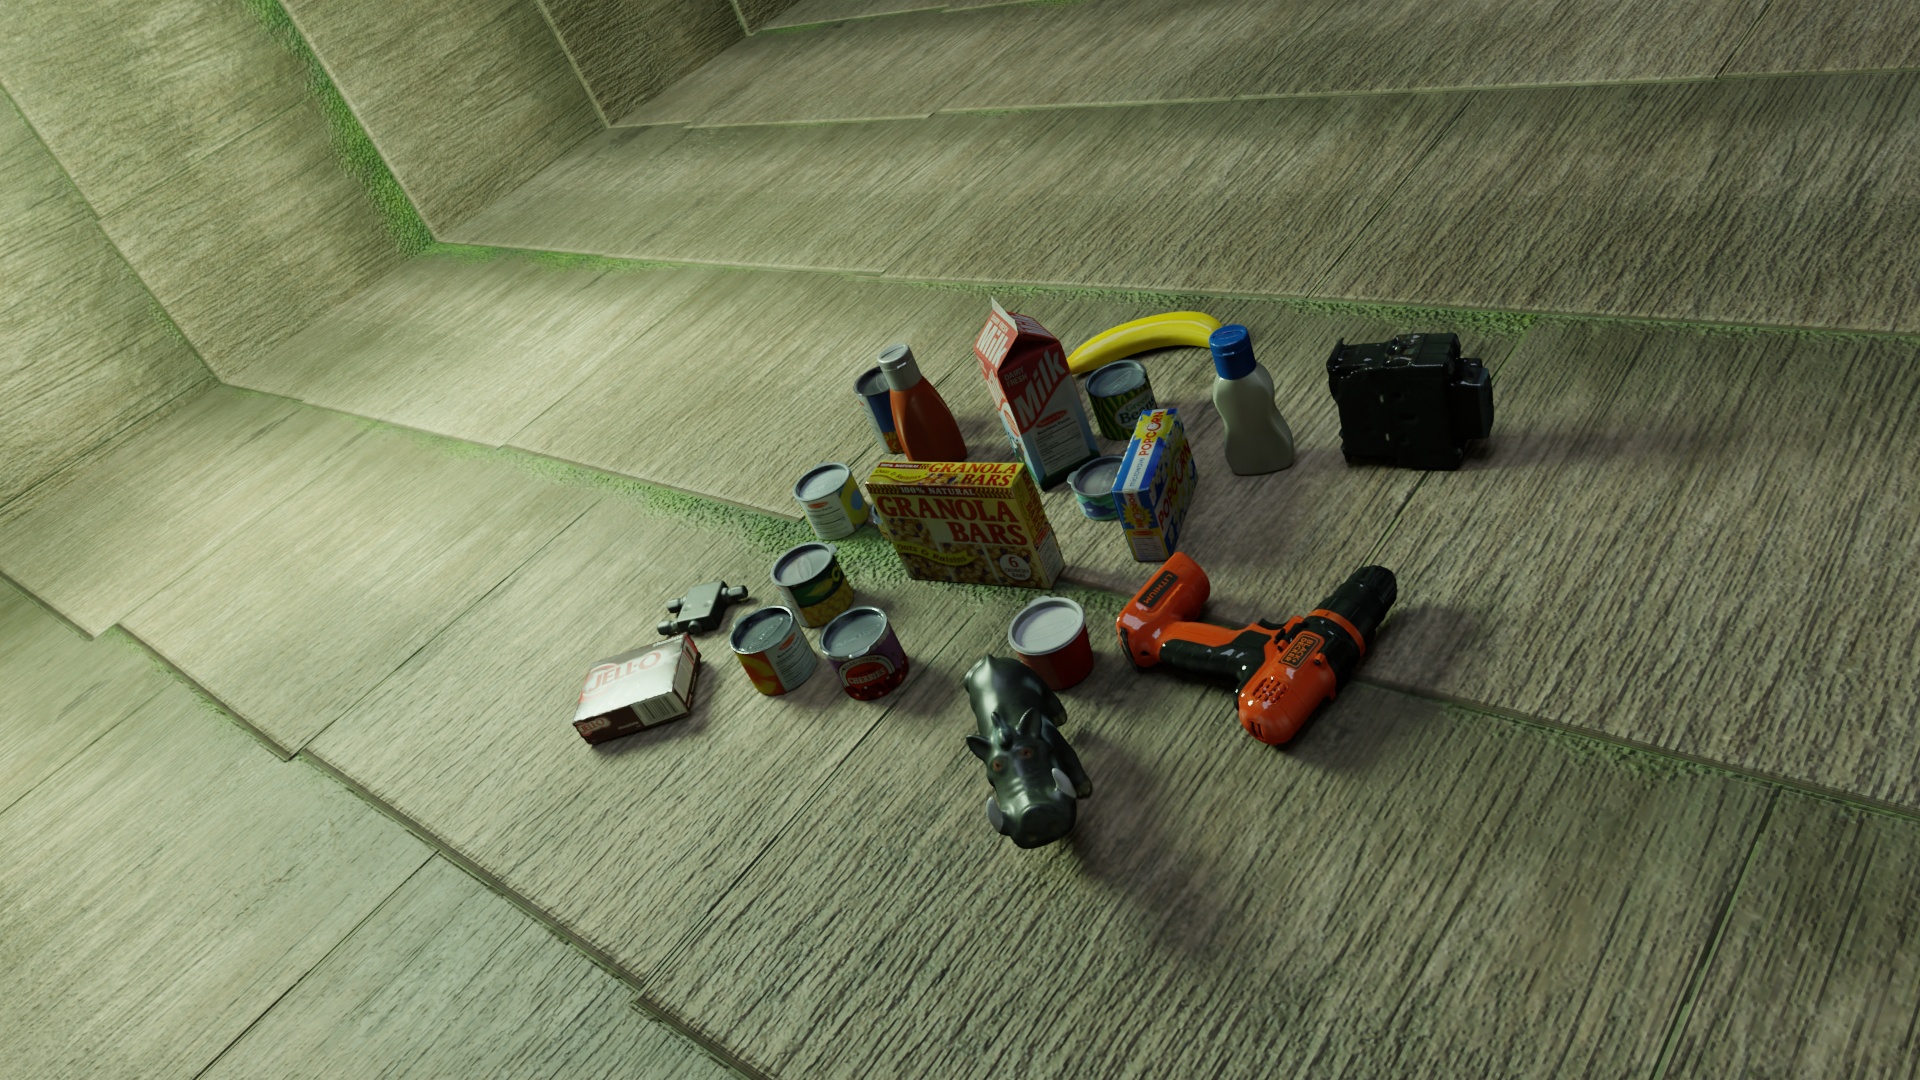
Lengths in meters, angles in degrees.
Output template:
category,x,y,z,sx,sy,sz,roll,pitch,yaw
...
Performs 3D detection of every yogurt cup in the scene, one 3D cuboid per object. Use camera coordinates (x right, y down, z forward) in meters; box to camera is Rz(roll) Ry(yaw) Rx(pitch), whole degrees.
category,x,y,z,sx,sy,sz,roll,pitch,yaw
yogurt cup,0.080,0.090,1.186,0.072,0.053,0.073,-16,35,11

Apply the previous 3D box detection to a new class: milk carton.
category,x,y,z,sx,sy,sz,roll,pitch,yaw
milk carton,0.072,-0.153,1.400,0.073,0.189,0.072,-27,34,-5

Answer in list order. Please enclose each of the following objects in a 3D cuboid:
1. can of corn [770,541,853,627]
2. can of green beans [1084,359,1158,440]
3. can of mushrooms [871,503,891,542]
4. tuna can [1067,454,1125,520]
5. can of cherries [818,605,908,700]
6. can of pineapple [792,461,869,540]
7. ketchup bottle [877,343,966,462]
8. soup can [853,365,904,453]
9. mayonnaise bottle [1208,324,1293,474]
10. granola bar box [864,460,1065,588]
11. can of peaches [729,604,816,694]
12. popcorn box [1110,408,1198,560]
category,x,y,z,sx,sy,sz,roll,pitch,yaw
can of corn,-0.144,0.043,1.380,0.071,0.058,0.071,-16,35,11
can of green beans,0.169,-0.147,1.452,0.071,0.057,0.071,-16,35,11
can of mushrooms,-0.059,-0.028,1.448,0.071,0.033,0.071,-16,35,11
tuna can,0.142,-0.052,1.361,0.071,0.032,0.071,-16,35,11
can of cherries,-0.087,0.104,1.262,0.071,0.058,0.072,-16,35,11
can of pineapple,-0.138,-0.043,1.493,0.071,0.057,0.071,-16,35,11
ketchup bottle,-0.045,-0.140,1.490,0.065,0.148,0.044,-29,34,-8
soup can,-0.073,-0.152,1.580,0.071,0.083,0.072,-16,35,11
mayonnaise bottle,0.266,-0.130,1.292,0.064,0.147,0.041,-8,37,22
granola bar box,0.005,-0.016,1.313,0.165,0.123,0.039,3,42,34
can of peaches,-0.178,0.103,1.317,0.071,0.057,0.071,-16,35,11
popcorn box,0.182,-0.053,1.293,0.038,0.085,0.127,-3,39,27
